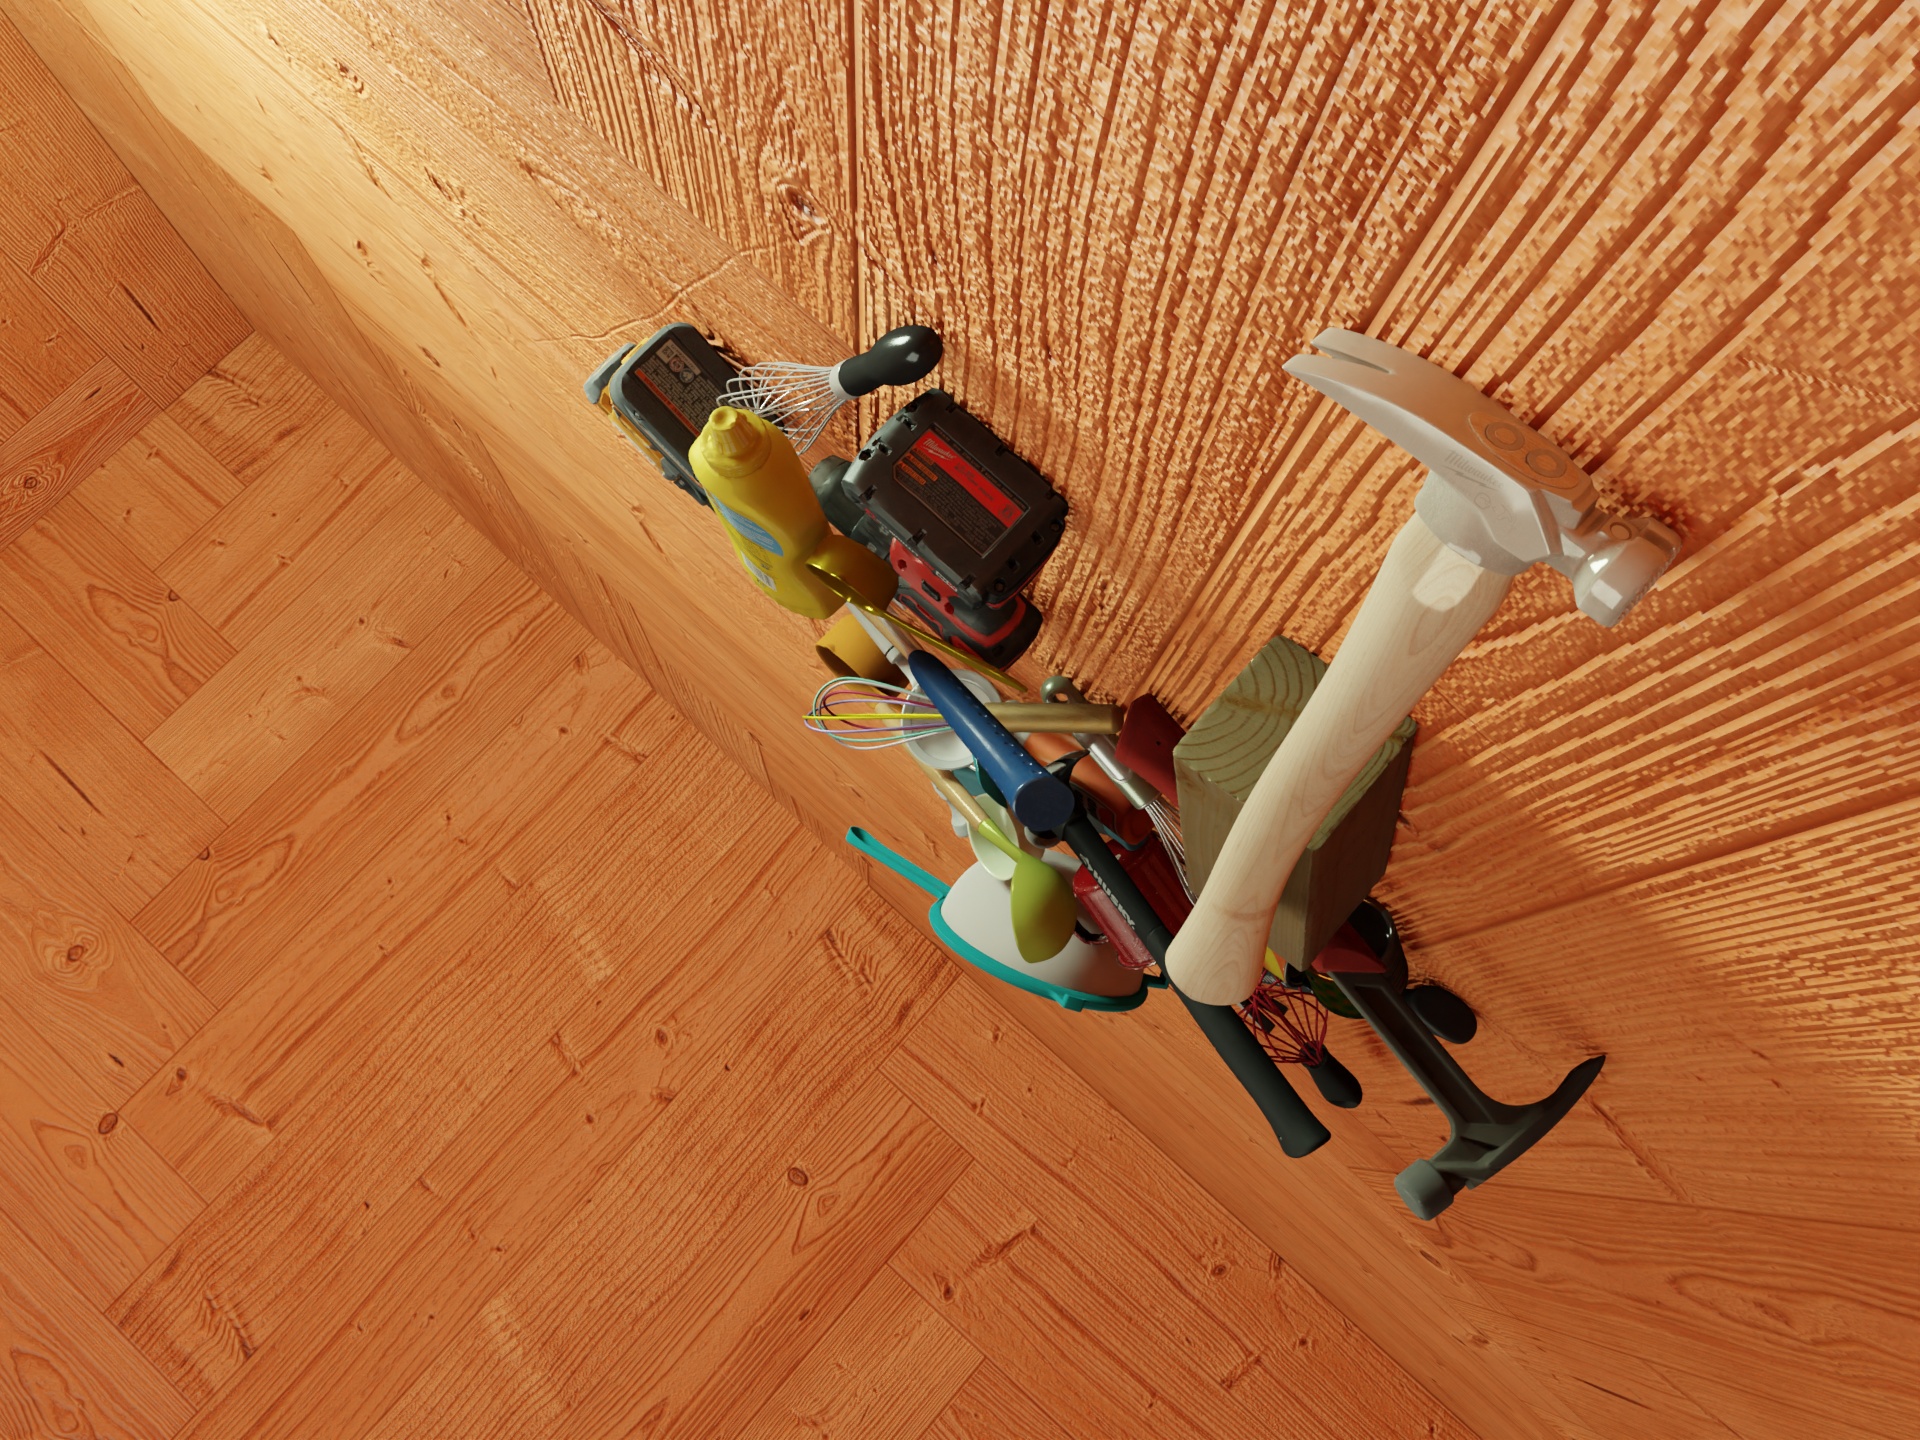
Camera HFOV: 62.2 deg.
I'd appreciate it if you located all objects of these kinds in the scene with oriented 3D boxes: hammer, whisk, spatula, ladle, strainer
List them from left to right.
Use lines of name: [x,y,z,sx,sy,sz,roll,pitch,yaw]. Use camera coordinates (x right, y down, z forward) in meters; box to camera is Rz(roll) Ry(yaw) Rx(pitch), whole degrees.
whisk: [-0.077,-0.198,0.951,0.070,0.070,0.285,47,162,-20]
spatula: [-0.057,-0.059,1.285,0.318,0.044,0.082,47,-178,22]
strainer: [-0.046,-0.051,1.327,0.258,0.087,0.050,52,178,12]
hammer: [-0.025,-0.042,1.085,0.144,0.035,0.406,37,-172,-36]
ladle: [-0.003,0.078,1.283,0.320,0.062,0.078,47,168,45]
whisk: [-0.001,-0.004,1.151,0.245,0.051,0.047,1,154,20]
strainer: [0.036,0.147,1.467,0.341,0.095,0.211,28,-167,30]
hammer: [0.061,0.068,1.399,0.331,0.033,0.128,11,129,60]
whisk: [0.142,0.063,1.157,0.246,0.058,0.059,49,-158,-7]
hammer: [0.149,0.164,1.132,0.335,0.035,0.146,54,163,24]
hammer: [0.149,0.015,0.704,0.146,0.038,0.410,40,148,17]
whisk: [0.268,0.253,1.231,0.073,0.073,0.295,33,171,38]
hammer: [0.279,0.213,1.258,0.149,0.036,0.409,44,167,-9]
hammer: [0.229,0.122,0.998,0.359,0.149,0.036,52,169,15]

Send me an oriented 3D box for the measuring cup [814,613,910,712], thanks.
measuring cup: [-0.056,-0.040,1.414,0.174,0.052,0.095,30,162,40]

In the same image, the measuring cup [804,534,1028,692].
measuring cup: [-0.022,-0.065,0.961,0.156,0.029,0.062,30,173,7]

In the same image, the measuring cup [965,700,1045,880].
measuring cup: [0.046,0.056,1.340,0.083,0.038,0.167,36,130,45]

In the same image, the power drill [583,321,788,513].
power drill: [-0.198,-0.213,1.219,0.185,0.084,0.226,46,171,-18]

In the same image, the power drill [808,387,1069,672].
power drill: [-0.023,-0.122,0.990,0.188,0.080,0.226,42,171,5]
